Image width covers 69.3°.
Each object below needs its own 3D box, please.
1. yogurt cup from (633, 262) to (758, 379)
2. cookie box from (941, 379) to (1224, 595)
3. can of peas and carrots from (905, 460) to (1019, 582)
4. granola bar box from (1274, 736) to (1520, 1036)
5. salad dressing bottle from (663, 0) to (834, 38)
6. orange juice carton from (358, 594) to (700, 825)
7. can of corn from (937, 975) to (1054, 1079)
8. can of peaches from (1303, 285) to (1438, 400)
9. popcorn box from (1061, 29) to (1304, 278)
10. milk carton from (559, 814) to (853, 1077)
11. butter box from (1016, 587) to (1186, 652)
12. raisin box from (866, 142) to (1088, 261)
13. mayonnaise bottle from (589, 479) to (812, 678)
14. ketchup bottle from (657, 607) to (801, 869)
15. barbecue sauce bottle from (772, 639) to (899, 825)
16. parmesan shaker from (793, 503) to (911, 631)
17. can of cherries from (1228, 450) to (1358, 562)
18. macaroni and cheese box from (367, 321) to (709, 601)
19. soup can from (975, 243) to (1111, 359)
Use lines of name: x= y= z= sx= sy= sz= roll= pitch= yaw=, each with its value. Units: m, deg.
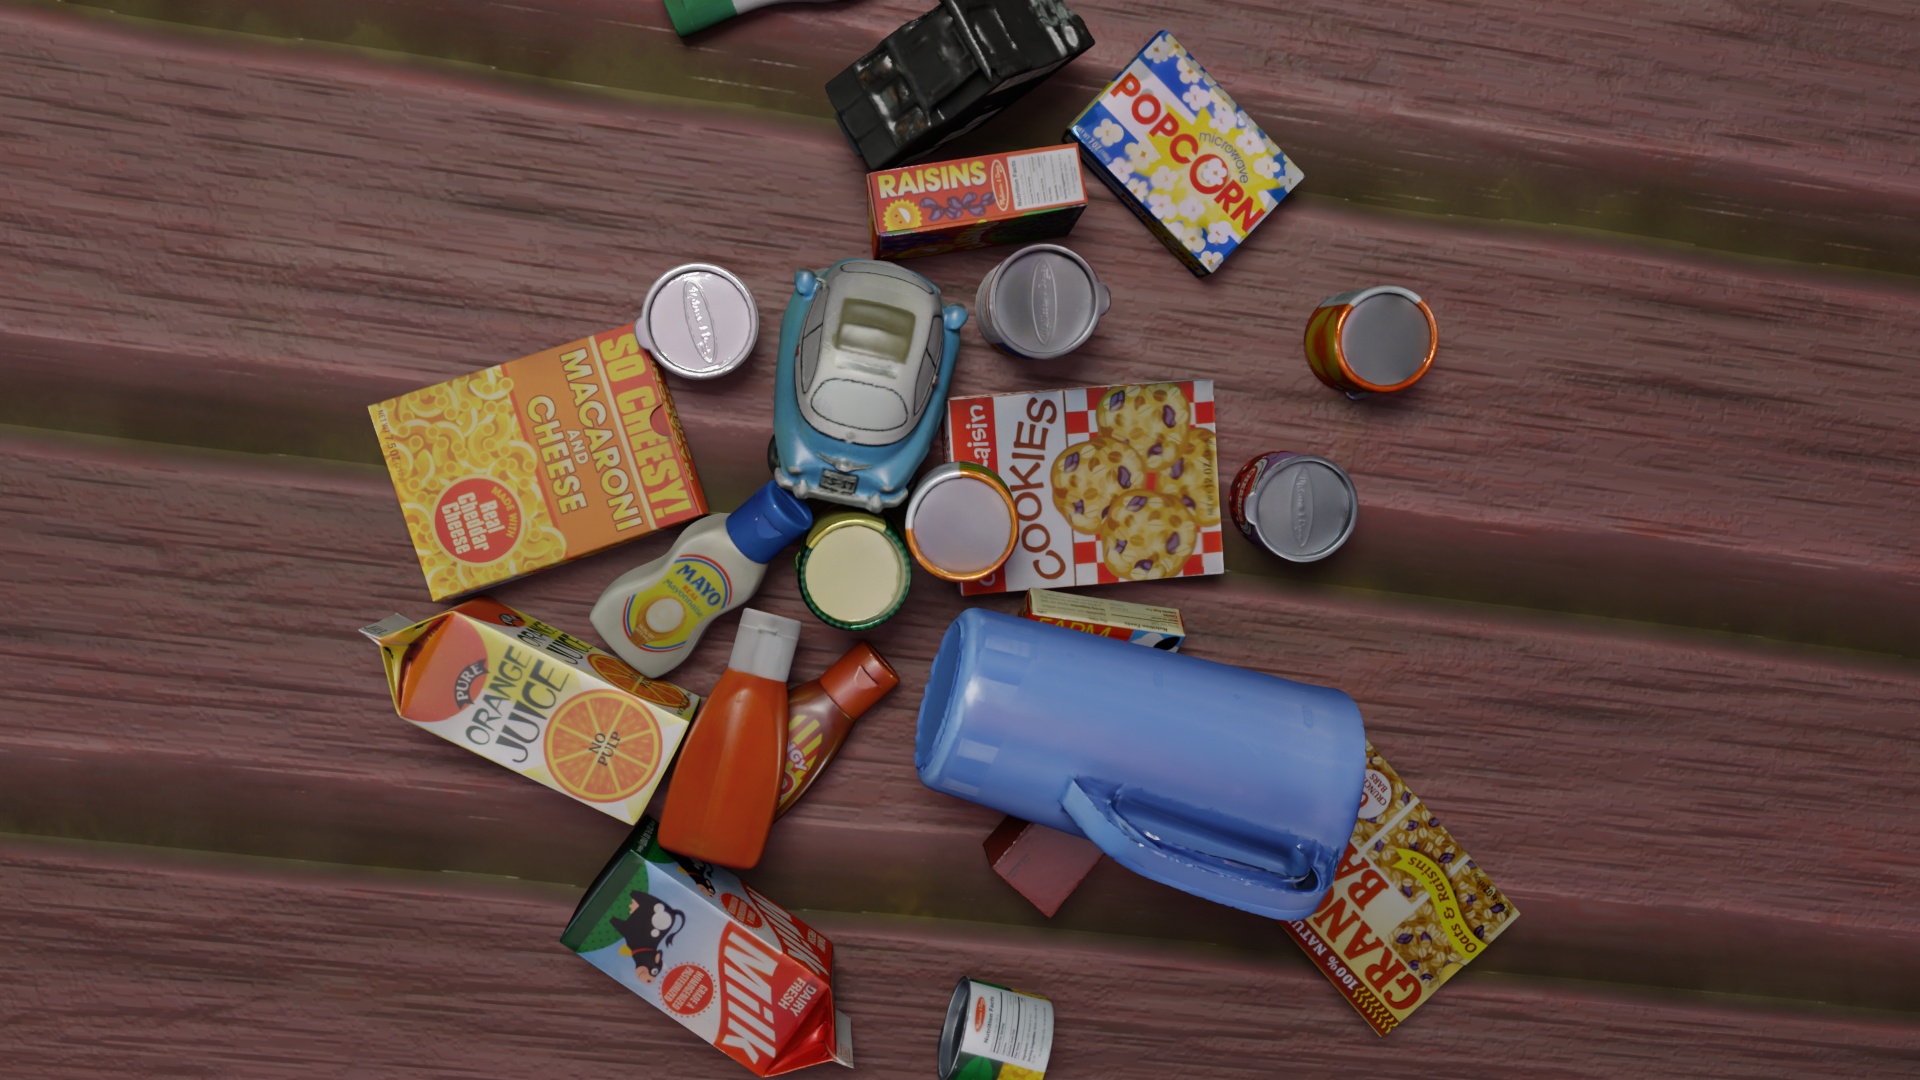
yogurt cup: x=-0.154 y=-0.131 z=0.834 sx=0.072 sy=0.054 sz=0.072 roll=-1 pitch=96 yaw=-5
cookie box: x=0.075 y=-0.035 z=0.872 sx=0.168 sy=0.040 sz=0.122 roll=-5 pitch=97 yaw=-5
can of peas and carrots: x=0.003 y=-0.010 z=0.816 sx=0.071 sy=0.059 sz=0.071 roll=0 pitch=98 yaw=0
granola bar box: x=0.267 y=0.224 z=0.916 sx=0.124 sy=0.039 sz=0.165 roll=-42 pitch=98 yaw=1
salad dressing bottle: x=-0.105 y=-0.341 z=0.821 sx=0.148 sy=0.044 sz=0.064 roll=-23 pitch=99 yaw=-2
orange juice carton: x=-0.263 y=0.091 z=0.839 sx=0.193 sy=0.072 sz=0.073 roll=27 pitch=93 yaw=-7
can of corn: x=0.022 y=0.321 z=0.893 sx=0.058 sy=0.071 sz=0.071 roll=17 pitch=95 yaw=-7
can of peaches: x=0.257 y=-0.123 z=0.869 sx=0.071 sy=0.058 sz=0.071 roll=-1 pitch=96 yaw=-5
popcorn box: x=0.136 y=-0.237 z=0.856 sx=0.126 sy=0.038 sz=0.085 roll=44 pitch=91 yaw=-8
milk carton: x=-0.144 y=0.262 z=0.867 sx=0.190 sy=0.072 sz=0.073 roll=37 pitch=92 yaw=-8
butter box: x=0.083 y=0.061 z=0.871 sx=0.103 sy=0.024 sz=0.052 roll=9 pitch=131 yaw=-14
raisin box: x=0.007 y=-0.198 z=0.825 sx=0.123 sy=0.086 sz=0.040 roll=-9 pitch=91 yaw=-4
mayonnaise bottle: x=-0.153 y=0.020 z=0.833 sx=0.147 sy=0.041 sz=0.064 roll=-38 pitch=104 yaw=21
ketchup bottle: x=-0.131 y=0.116 z=0.828 sx=0.065 sy=0.043 sz=0.149 roll=15 pitch=85 yaw=-4
barbecue sauce bottle: x=-0.105 y=0.124 z=0.871 sx=0.148 sy=0.044 sz=0.065 roll=-41 pitch=95 yaw=0
parmesan shaker: x=-0.067 y=0.015 z=0.832 sx=0.071 sy=0.103 sz=0.071 roll=-1 pitch=97 yaw=-5
can of cherries: x=0.206 y=-0.024 z=0.875 sx=0.071 sy=0.058 sz=0.071 roll=-1 pitch=97 yaw=-5
macaroni and cheese box: x=-0.251 y=-0.047 z=0.836 sx=0.166 sy=0.040 sz=0.123 roll=-18 pitch=92 yaw=-3
soup can: x=0.048 y=-0.142 z=0.835 sx=0.071 sy=0.084 sz=0.071 roll=-1 pitch=97 yaw=-5
